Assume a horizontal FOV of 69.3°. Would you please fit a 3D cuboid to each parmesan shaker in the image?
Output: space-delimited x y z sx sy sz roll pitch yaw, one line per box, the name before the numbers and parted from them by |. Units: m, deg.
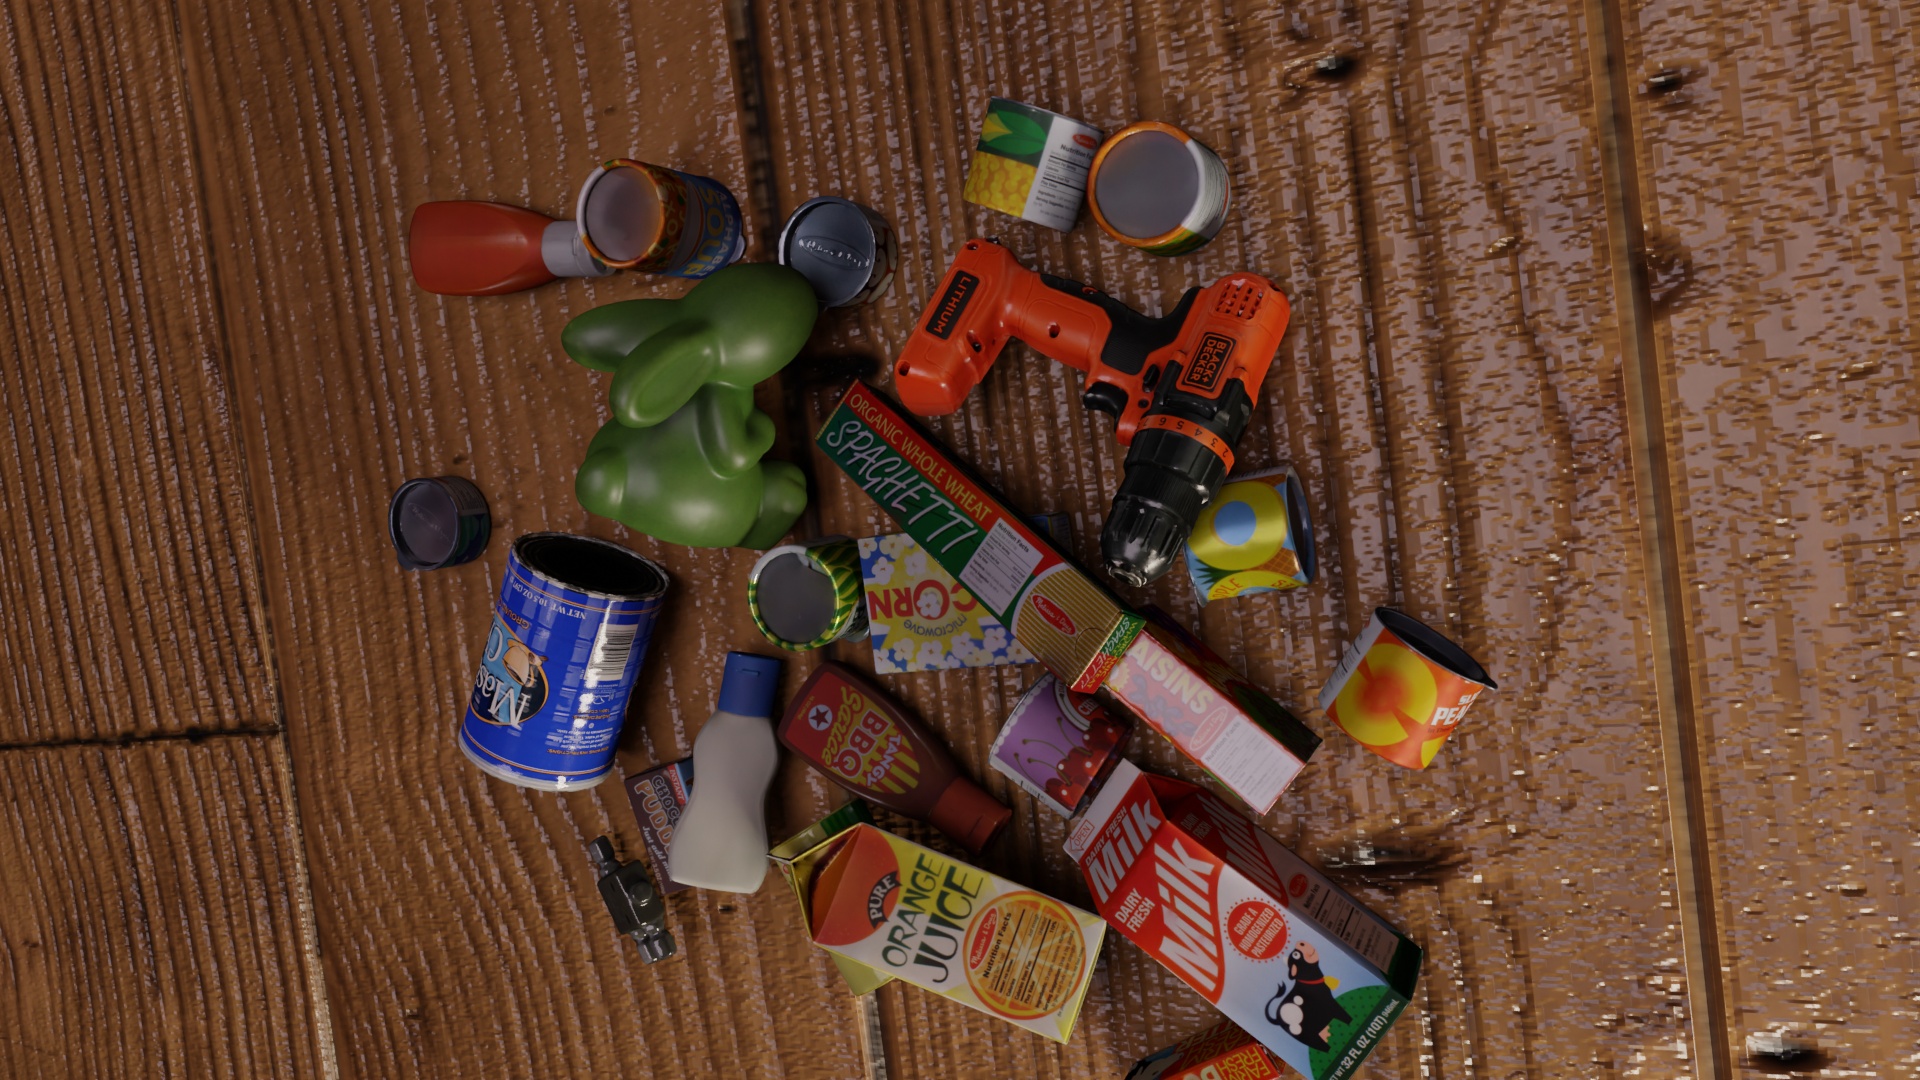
parmesan shaker | -0.066 0.221 0.863 0.071 0.071 0.103 -35 82 23

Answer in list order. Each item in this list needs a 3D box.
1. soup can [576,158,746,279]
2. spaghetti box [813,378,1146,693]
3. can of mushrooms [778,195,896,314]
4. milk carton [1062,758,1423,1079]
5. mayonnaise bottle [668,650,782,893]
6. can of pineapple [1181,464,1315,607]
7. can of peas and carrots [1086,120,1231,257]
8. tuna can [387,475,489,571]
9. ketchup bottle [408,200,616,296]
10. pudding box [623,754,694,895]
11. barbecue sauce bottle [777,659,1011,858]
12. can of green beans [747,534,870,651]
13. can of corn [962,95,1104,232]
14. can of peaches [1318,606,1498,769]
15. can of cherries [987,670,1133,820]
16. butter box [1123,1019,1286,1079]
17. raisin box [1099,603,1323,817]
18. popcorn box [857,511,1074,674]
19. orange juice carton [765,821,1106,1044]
soup can | -0.184 -0.197 0.861 0.071 0.084 0.071 3 97 23
spaghetti box | 0.003 -0.010 0.779 0.251 0.028 0.050 43 103 37
can of mushrooms | -0.075 -0.172 0.844 0.071 0.033 0.071 3 96 23
milk carton | 0.149 0.203 0.763 0.191 0.073 0.072 36 109 16
mayonnaise bottle | -0.144 0.146 0.889 0.065 0.041 0.148 10 87 -3
can of pineapple | 0.154 -0.002 0.744 0.058 0.071 0.071 -11 91 24
can of peas and carrots | 0.105 -0.189 0.750 0.071 0.059 0.071 2 96 23
tuna can | -0.372 -0.011 0.989 0.071 0.033 0.071 3 96 23
ketchup bottle | -0.300 -0.196 0.933 0.149 0.043 0.064 5 98 23
pudding box | -0.187 0.190 0.931 0.049 0.030 0.083 -20 88 23
barbecue sauce bottle | -0.038 0.137 0.853 0.149 0.043 0.065 33 91 17
can of green beans | -0.089 0.032 0.857 0.071 0.058 0.071 3 97 23
can of corn | 0.038 -0.209 0.774 0.071 0.071 0.058 22 104 20
can of peaches | 0.230 0.078 0.719 0.071 0.071 0.058 35 108 16
can of cherries | 0.059 0.115 0.797 0.058 0.071 0.071 34 108 17
butter box | 0.137 0.301 0.789 0.103 0.053 0.024 -33 84 23
raisin box | 0.131 0.088 0.752 0.123 0.086 0.040 40 104 15
popcorn box | 0.006 0.032 0.826 0.126 0.038 0.085 -7 93 24
orange juice carton | -0.022 0.214 0.794 0.193 0.071 0.073 22 76 -1
